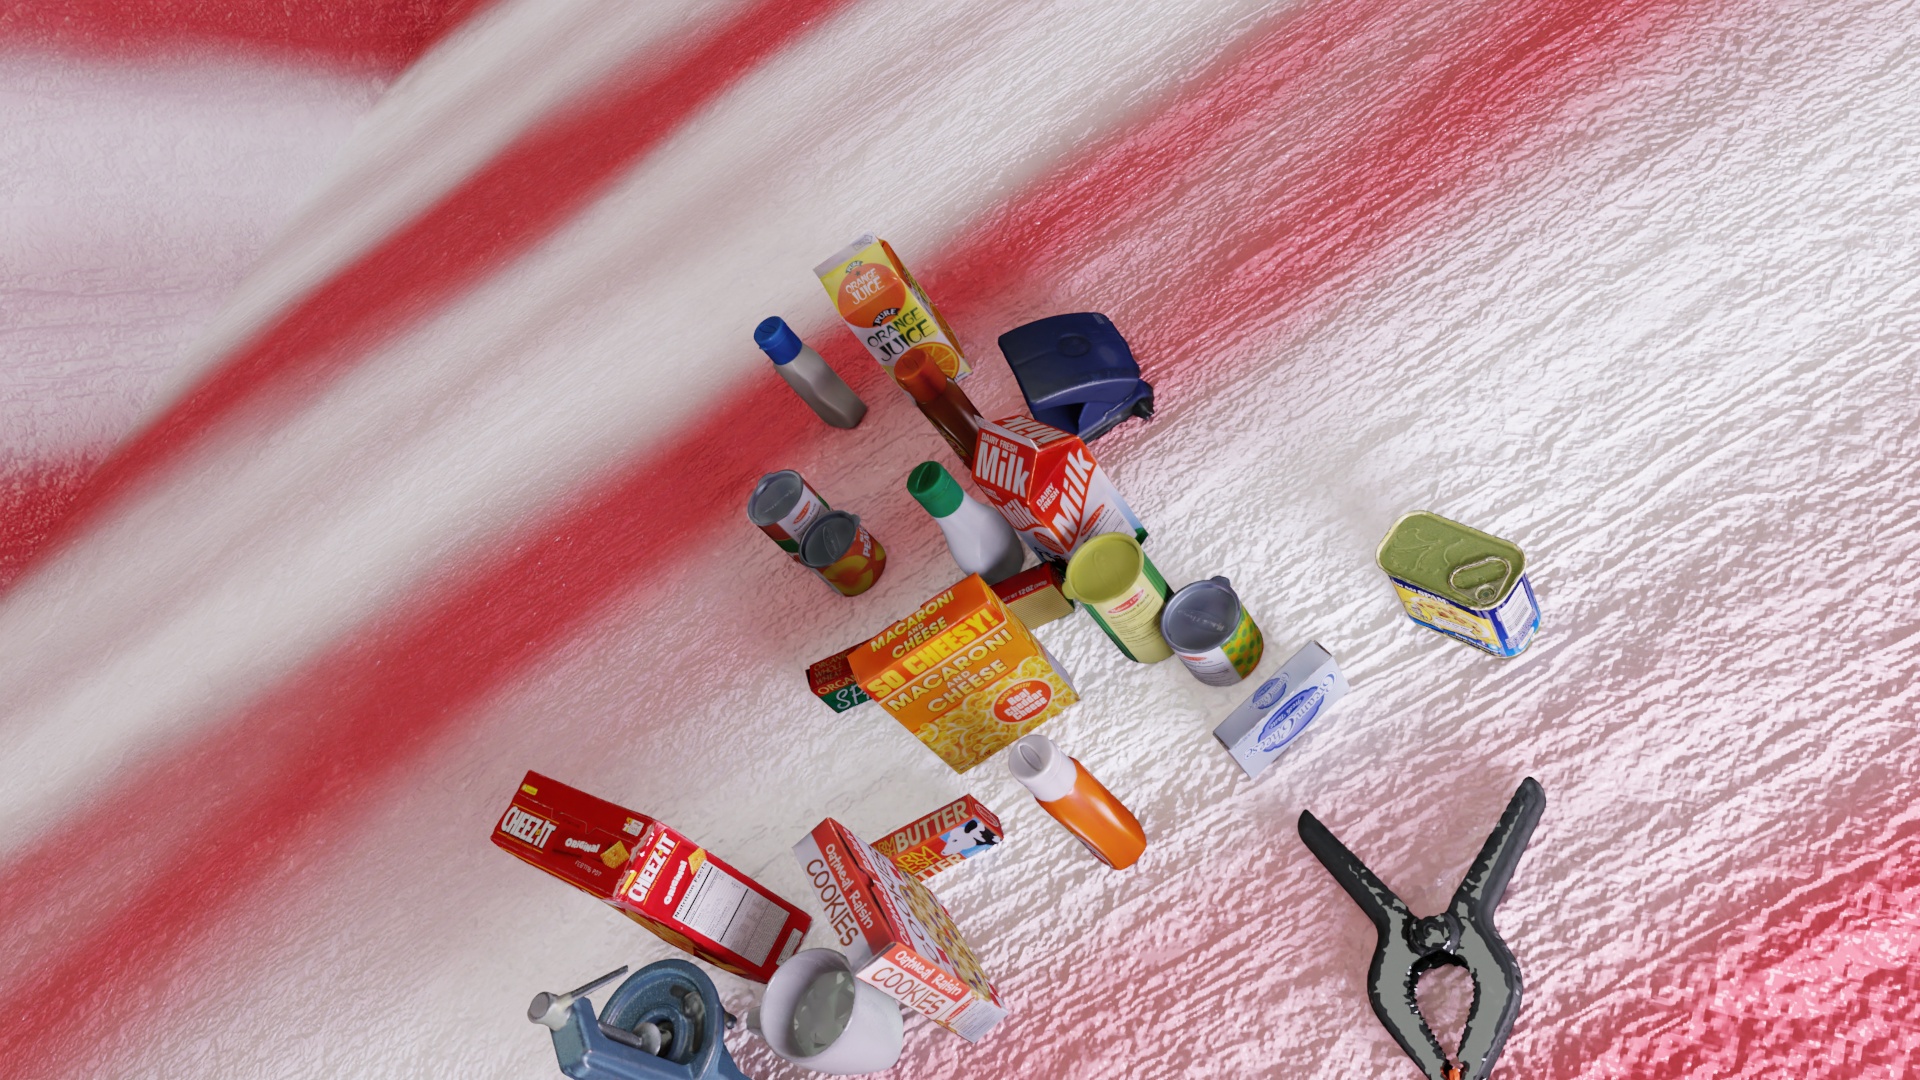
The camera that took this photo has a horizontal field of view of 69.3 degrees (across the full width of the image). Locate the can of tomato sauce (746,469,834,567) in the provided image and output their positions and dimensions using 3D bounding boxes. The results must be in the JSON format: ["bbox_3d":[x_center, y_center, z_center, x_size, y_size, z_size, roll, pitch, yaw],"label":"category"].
[{"bbox_3d":[-0.164,-0.022,1.390,0.071,0.083,0.071,-18,49,22],"label":"can of tomato sauce"}]

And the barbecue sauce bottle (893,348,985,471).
[{"bbox_3d":[-0.011,-0.123,1.320,0.043,0.148,0.065,-43,45,-1],"label":"barbecue sauce bottle"}]

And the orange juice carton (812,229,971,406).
[{"bbox_3d":[-0.070,-0.231,1.410,0.072,0.192,0.073,-31,46,11],"label":"orange juice carton"}]

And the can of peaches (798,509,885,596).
[{"bbox_3d":[-0.112,0.012,1.348,0.071,0.058,0.071,-18,49,22],"label":"can of peaches"}]

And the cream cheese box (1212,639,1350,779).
[{"bbox_3d":[0.239,0.126,1.031,0.104,0.053,0.024,-43,45,-1],"label":"cream cheese box"}]

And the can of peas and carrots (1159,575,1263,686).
[{"bbox_3d":[0.200,0.071,1.094,0.071,0.058,0.071,-18,49,22],"label":"can of peas and carrots"}]

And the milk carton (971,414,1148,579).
[{"bbox_3d":[0.077,-0.039,1.167,0.072,0.190,0.073,26,75,43],"label":"milk carton"}]

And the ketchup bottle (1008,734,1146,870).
[{"bbox_3d":[0.084,0.189,1.018,0.043,0.148,0.065,-43,45,-2],"label":"ketchup bottle"}]

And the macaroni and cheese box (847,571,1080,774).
[{"bbox_3d":[0.005,0.110,1.118,0.123,0.166,0.040,-34,45,8],"label":"macaroni and cheese box"}]

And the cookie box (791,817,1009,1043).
[{"bbox_3d":[-0.043,0.285,1.015,0.040,0.167,0.123,-41,45,1],"label":"cookie box"}]

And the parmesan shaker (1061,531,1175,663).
[{"bbox_3d":[0.134,0.049,1.123,0.071,0.102,0.071,-18,49,22],"label":"parmesan shaker"}]

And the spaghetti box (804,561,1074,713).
[{"bbox_3d":[-0.020,0.089,1.234,0.250,0.050,0.029,-25,47,16],"label":"spaghetti box"}]

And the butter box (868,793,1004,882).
[{"bbox_3d":[-0.022,0.244,1.114,0.103,0.053,0.024,-29,46,12],"label":"butter box"}]

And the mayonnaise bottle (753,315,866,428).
[{"bbox_3d":[-0.160,-0.176,1.460,0.065,0.147,0.041,20,70,42],"label":"mayonnaise bottle"}]

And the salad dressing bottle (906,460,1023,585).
[{"bbox_3d":[0.004,-0.015,1.228,0.044,0.147,0.064,3,59,35],"label":"salad dressing bottle"}]
